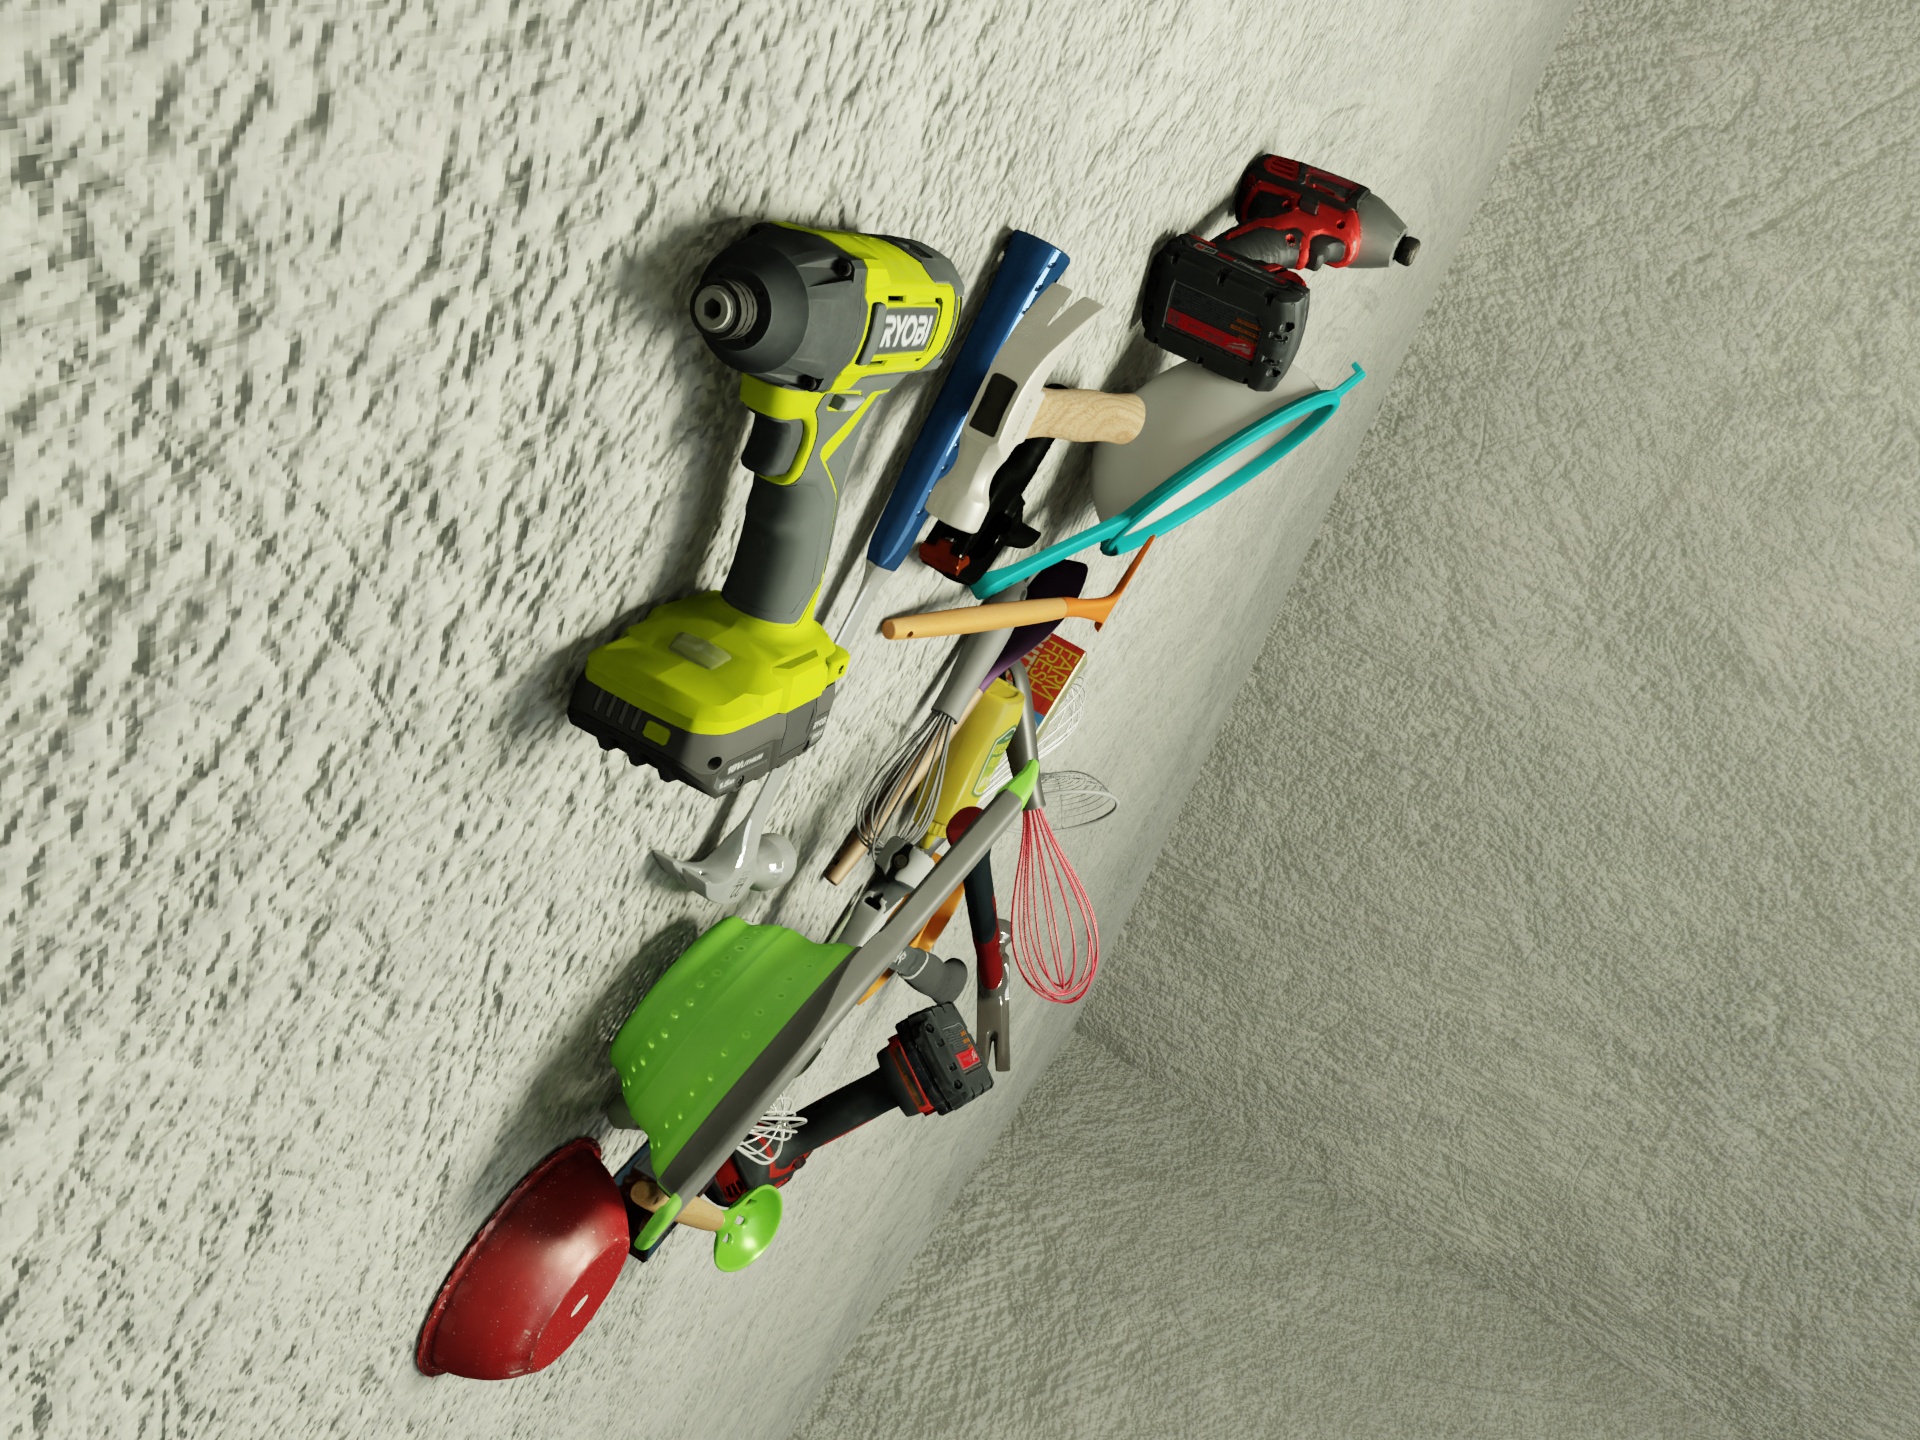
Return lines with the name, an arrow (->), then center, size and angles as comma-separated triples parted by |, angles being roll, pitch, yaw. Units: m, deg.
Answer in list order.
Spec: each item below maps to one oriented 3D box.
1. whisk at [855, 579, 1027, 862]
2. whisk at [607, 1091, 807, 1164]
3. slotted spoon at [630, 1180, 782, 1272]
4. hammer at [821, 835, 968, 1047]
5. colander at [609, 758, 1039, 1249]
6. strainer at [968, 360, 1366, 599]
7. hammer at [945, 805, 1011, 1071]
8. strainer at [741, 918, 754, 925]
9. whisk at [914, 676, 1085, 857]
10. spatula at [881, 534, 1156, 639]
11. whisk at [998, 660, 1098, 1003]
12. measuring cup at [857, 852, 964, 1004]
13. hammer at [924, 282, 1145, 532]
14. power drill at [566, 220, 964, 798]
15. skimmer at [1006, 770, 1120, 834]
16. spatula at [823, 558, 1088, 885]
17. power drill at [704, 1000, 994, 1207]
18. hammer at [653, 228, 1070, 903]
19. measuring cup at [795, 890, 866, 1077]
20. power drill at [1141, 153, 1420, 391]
whisk -> -0.009, -0.003, 1.153 | 0.239, 0.055, 0.055 | -62, 167, -14
whisk -> -0.170, 0.271, 1.082 | 0.246, 0.058, 0.059 | 39, 50, -65
slotted spoon -> -0.172, 0.333, 1.077 | 0.070, 0.031, 0.313 | -58, 164, -16
hammer -> -0.043, 0.194, 1.246 | 0.149, 0.036, 0.408 | -58, 165, -8
colander -> -0.090, 0.133, 0.973 | 0.397, 0.094, 0.204 | -47, 175, -34
strainer -> 0.125, -0.192, 1.181 | 0.340, 0.095, 0.211 | -28, 174, -27
hammer -> 0.019, 0.181, 1.331 | 0.386, 0.038, 0.143 | 81, 9, -64
strainer -> -0.150, 0.221, 1.120 | 0.087, 0.050, 0.258 | -33, 157, -31
whisk -> 0.015, 0.054, 1.352 | 0.285, 0.070, 0.070 | -47, 162, -28
spatula -> 0.049, -0.082, 1.110 | 0.322, 0.041, 0.081 | -12, 139, -51
whisk -> 0.063, 0.090, 1.300 | 0.073, 0.073, 0.296 | -27, 107, -67
measuring cup -> -0.057, 0.174, 1.334 | 0.174, 0.052, 0.095 | -43, 158, -47
hammer -> 0.066, -0.184, 0.943 | 0.130, 0.031, 0.331 | -64, 169, 17
power drill -> -0.082, -0.089, 0.652 | 0.171, 0.080, 0.223 | -33, 146, -64
skimmer -> 0.030, 0.152, 1.521 | 0.127, 0.090, 0.363 | -30, -171, 43
spatula -> -0.002, -0.004, 1.196 | 0.316, 0.060, 0.018 | -52, 130, -16
power drill -> -0.091, 0.315, 1.289 | 0.226, 0.080, 0.187 | -29, 169, 7
hammer -> -0.050, -0.076, 0.873 | 0.405, 0.035, 0.144 | -63, 167, 9
measuring cup -> -0.103, 0.209, 1.259 | 0.167, 0.038, 0.083 | -57, 166, -6
power drill -> 0.239, -0.335, 1.164 | 0.220, 0.143, 0.078 | -47, 158, -37
